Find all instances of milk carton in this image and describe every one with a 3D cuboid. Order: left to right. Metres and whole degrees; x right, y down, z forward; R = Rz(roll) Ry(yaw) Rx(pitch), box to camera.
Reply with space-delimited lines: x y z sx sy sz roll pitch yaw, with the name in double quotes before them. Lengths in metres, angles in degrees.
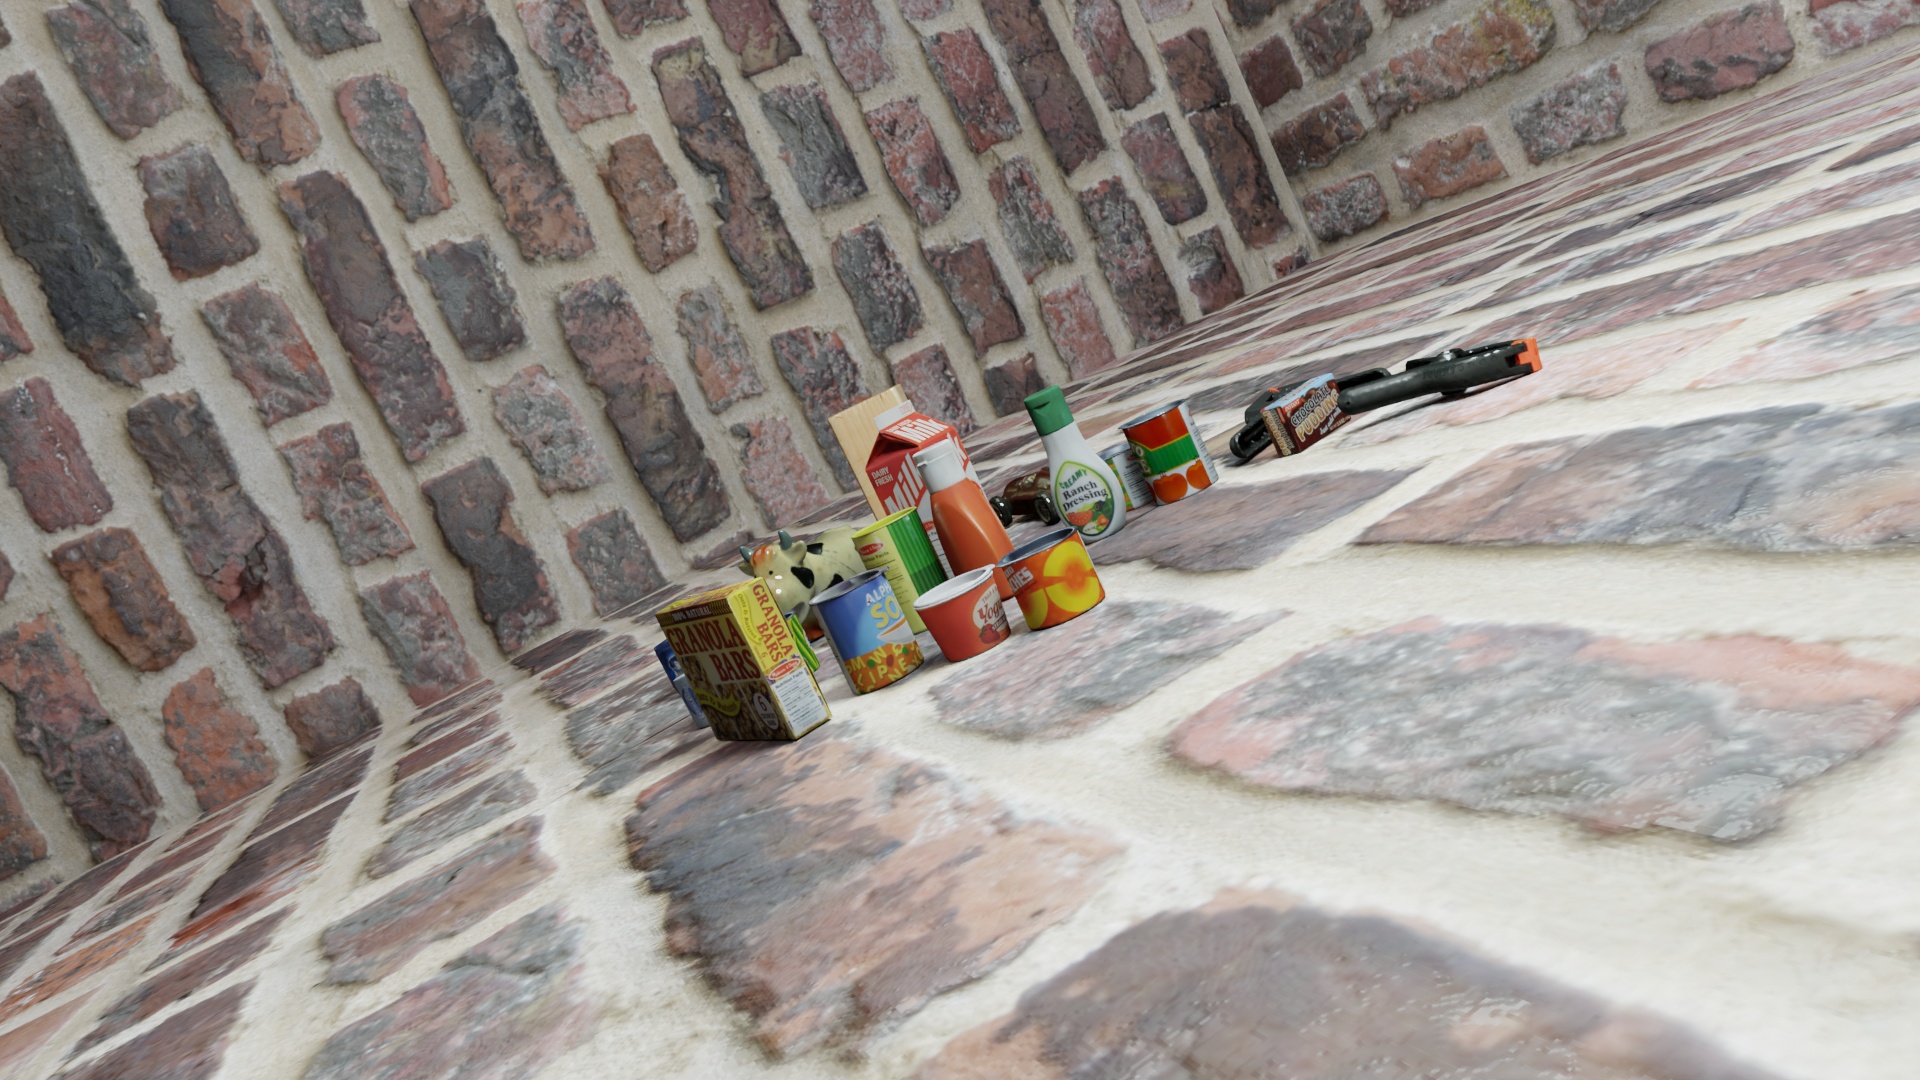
"milk carton" -0.027 -0.042 1.358 0.073 0.190 0.073 -21 8 33

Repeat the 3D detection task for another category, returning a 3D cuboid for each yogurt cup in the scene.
"yogurt cup" 0.004 0.059 1.082 0.072 0.054 0.072 -25 7 3

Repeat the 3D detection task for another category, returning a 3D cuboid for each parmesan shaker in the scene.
"parmesan shaker" -0.051 0.029 1.275 0.071 0.103 0.071 -25 7 3

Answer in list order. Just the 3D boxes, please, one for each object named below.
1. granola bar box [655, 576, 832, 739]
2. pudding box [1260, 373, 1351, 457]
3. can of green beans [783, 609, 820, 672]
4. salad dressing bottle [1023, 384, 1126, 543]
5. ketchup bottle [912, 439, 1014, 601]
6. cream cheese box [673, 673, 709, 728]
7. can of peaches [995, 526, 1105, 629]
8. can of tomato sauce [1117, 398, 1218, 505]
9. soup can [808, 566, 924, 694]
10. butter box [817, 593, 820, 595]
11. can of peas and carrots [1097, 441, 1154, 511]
"granola bar box" -0.179 0.099 1.127 0.039 0.124 0.165 -30 8 -31
"pudding box" 0.320 -0.117 1.287 0.084 0.049 0.030 -30 9 -34
"can of green beans" -0.174 0.107 1.313 0.071 0.057 0.071 -25 7 3
"salad dressing bottle" 0.105 -0.072 1.298 0.064 0.147 0.044 -23 7 19
"ketchup bottle" 0.004 -0.015 1.231 0.064 0.148 0.044 -18 10 45
"cream cheese box" -0.223 0.132 1.316 0.024 0.053 0.104 -21 8 31
"can of peaches" 0.068 0.030 1.060 0.071 0.058 0.071 -25 7 3
"can of tomato sauce" 0.198 -0.083 1.324 0.071 0.083 0.071 -25 7 3
"soup can" -0.073 0.072 1.125 0.071 0.083 0.071 -25 7 3
"butter box" -0.087 0.057 1.393 0.103 0.053 0.024 -26 7 -7
"can of peas and carrots" 0.168 -0.066 1.392 0.071 0.058 0.071 -25 7 3
